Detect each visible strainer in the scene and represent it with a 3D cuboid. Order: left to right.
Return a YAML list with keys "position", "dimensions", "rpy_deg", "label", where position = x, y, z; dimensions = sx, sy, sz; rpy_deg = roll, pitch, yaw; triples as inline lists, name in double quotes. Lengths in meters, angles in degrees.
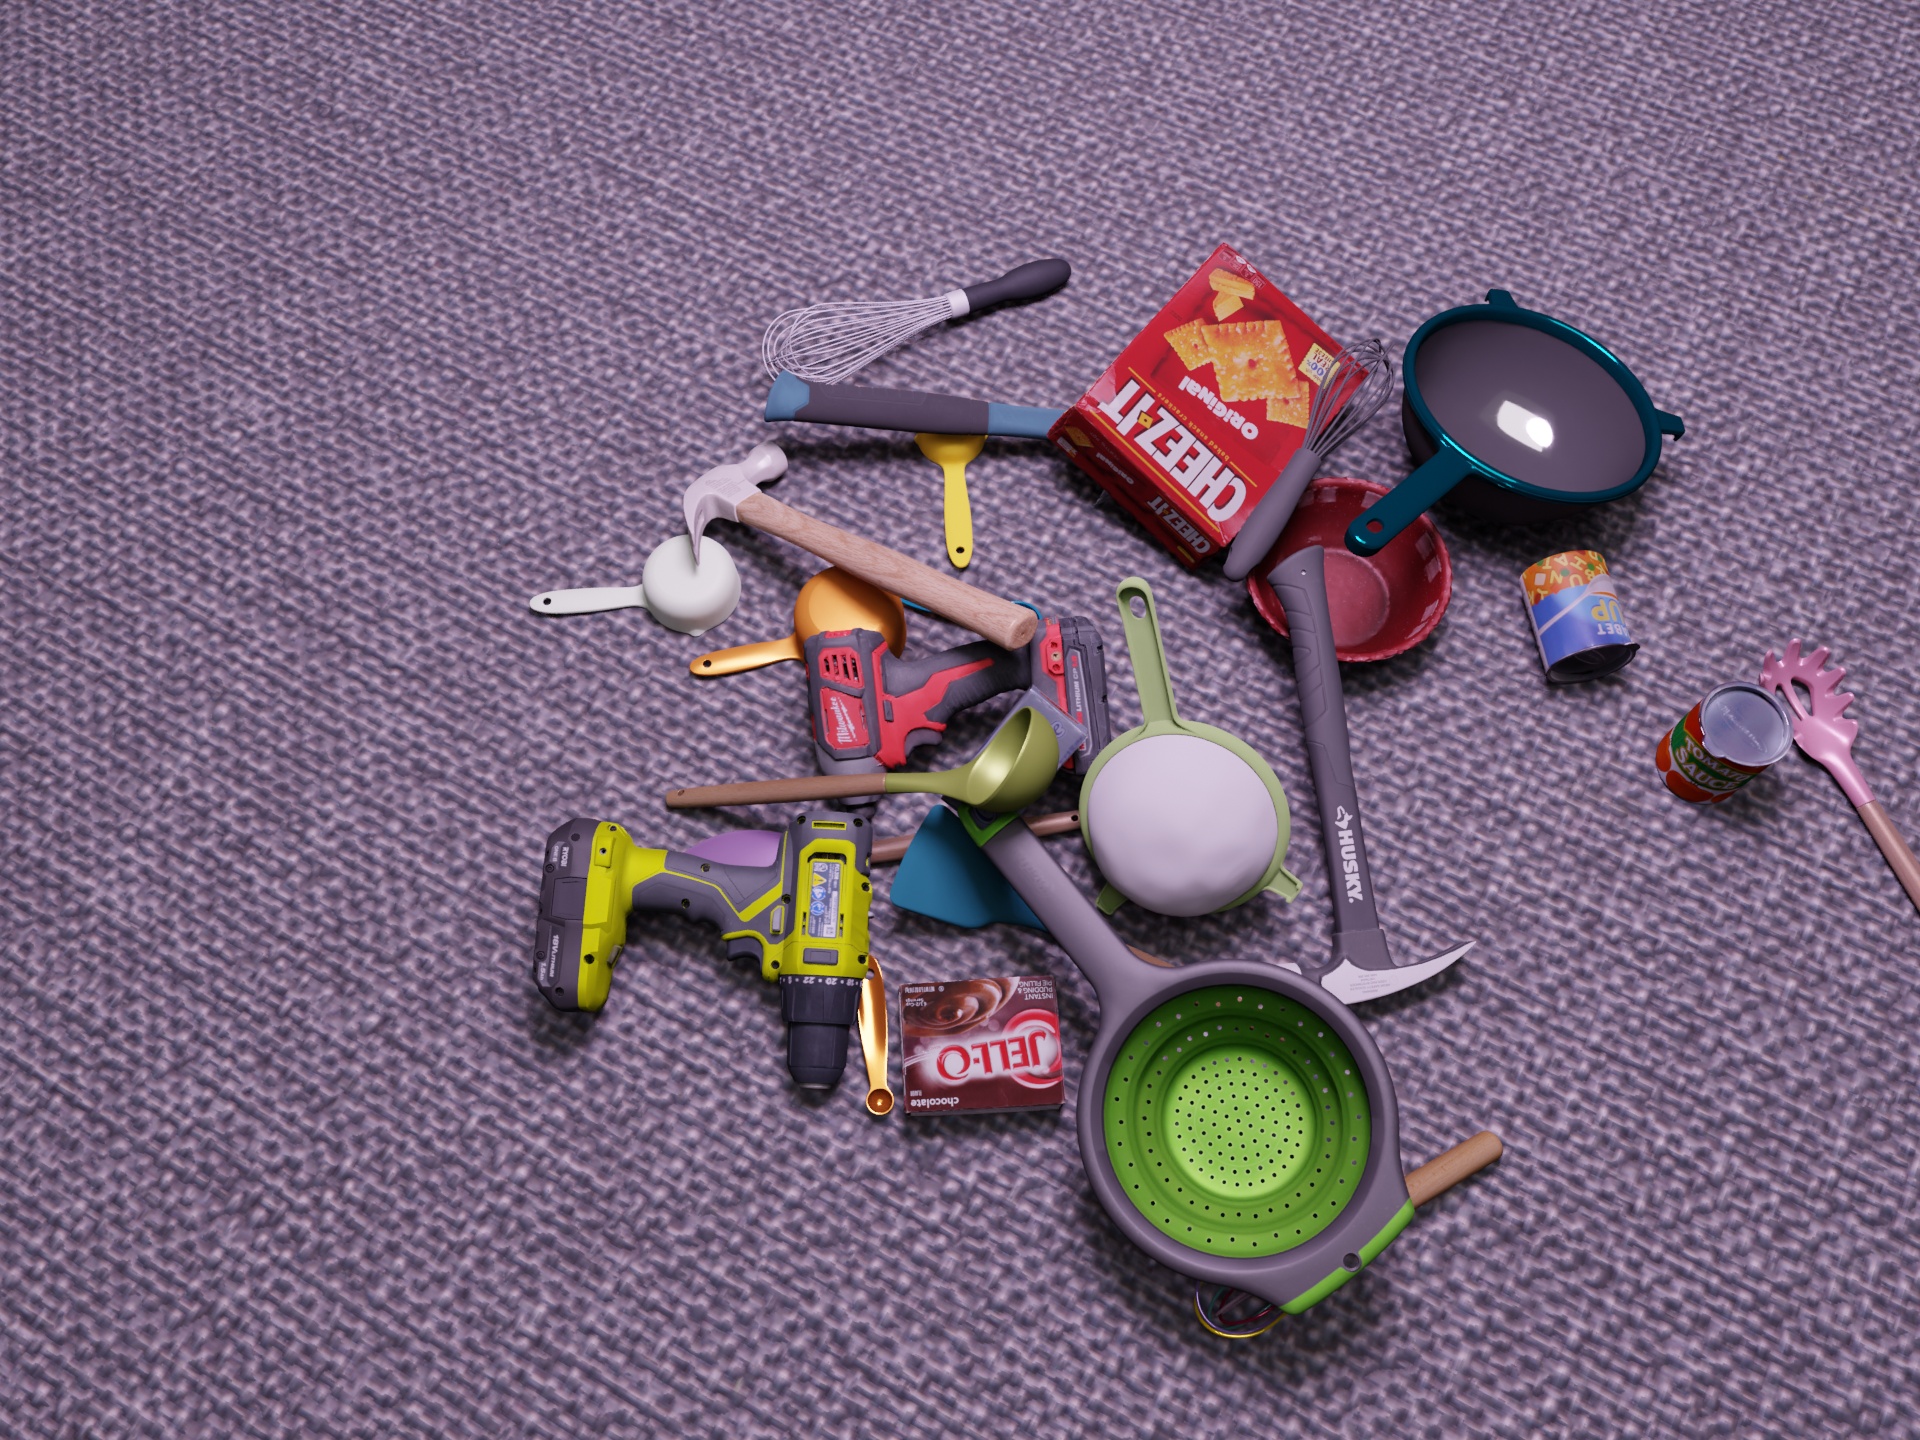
- position: [0.136, 0.032, 1.084]
  dimensions: [0.151, 0.256, 0.069]
  rpy_deg: [-6, 20, 22]
  label: "strainer"
- position: [0.393, -0.193, 1.239]
  dimensions: [0.340, 0.095, 0.211]
  rpy_deg: [-37, 71, -29]
  label: "strainer"

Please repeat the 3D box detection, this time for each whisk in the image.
- position: [-0.033, -0.343, 1.351]
  dimensions: [0.284, 0.070, 0.070]
  rpy_deg: [-21, 68, -14]
  label: "whisk"
- position: [0.270, -0.202, 1.228]
  dimensions: [0.055, 0.055, 0.239]
  rpy_deg: [31, 76, 13]
  label: "whisk"
- position: [0.263, 0.342, 1.062]
  dimensions: [0.245, 0.047, 0.051]
  rpy_deg: [-25, 108, -15]
  label: "whisk"

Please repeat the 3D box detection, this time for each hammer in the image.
- position: [-0.082, -0.124, 1.194]
  dimensions: [0.331, 0.031, 0.130]
  rpy_deg: [27, 51, 32]
  label: "hammer"
- position: [0.008, -0.247, 1.287]
  dimensions: [0.331, 0.033, 0.128]
  rpy_deg: [3, 74, -10]
  label: "hammer"
- position: [0.276, 0.035, 1.159]
  dimensions: [0.146, 0.035, 0.335]
  rpy_deg: [-6, 80, -1]
  label: "hammer"

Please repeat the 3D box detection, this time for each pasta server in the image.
- position: [0.686, 0.084, 1.173]
  dimensions: [0.060, 0.040, 0.316]
  rpy_deg: [-24, 70, 3]
  label: "pasta server"

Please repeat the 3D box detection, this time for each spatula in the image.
- position: [-0.058, 0.095, 1.181]
  dimensions: [0.316, 0.018, 0.060]
  rpy_deg: [-8, 72, -3]
  label: "spatula"
- position: [0.106, 0.163, 1.138]
  dimensions: [0.317, 0.044, 0.082]
  rpy_deg: [24, 70, 9]
  label: "spatula"

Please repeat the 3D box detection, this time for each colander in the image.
- position: [0.134, 0.206, 1.083]
  dimensions: [0.204, 0.094, 0.397]
  rpy_deg: [-39, 71, -1]
  label: "colander"

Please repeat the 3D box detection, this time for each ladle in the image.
- position: [-0.079, 0.038, 1.125]
  dimensions: [0.320, 0.062, 0.078]
  rpy_deg: [-5, 44, 25]
  label: "ladle"

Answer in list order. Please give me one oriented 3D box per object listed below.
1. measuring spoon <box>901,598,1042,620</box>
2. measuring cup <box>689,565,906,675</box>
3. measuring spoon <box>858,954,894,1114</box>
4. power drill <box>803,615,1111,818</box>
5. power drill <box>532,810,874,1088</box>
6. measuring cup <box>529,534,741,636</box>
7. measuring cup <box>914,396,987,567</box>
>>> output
- position: [0.005, -0.083, 1.262]
  dimensions: [0.129, 0.021, 0.042]
  rpy_deg: [17, 67, 17]
  label: "measuring spoon"
- position: [-0.127, -0.069, 1.231]
  dimensions: [0.173, 0.052, 0.095]
  rpy_deg: [-13, 68, -8]
  label: "measuring cup"
- position: [-0.061, 0.223, 1.133]
  dimensions: [0.021, 0.011, 0.117]
  rpy_deg: [-6, 63, -2]
  label: "measuring spoon"
- position: [-0.002, -0.004, 1.178]
  dimensions: [0.219, 0.078, 0.143]
  rpy_deg: [-5, 98, 2]
  label: "power drill"
- position: [-0.176, 0.157, 1.122]
  dimensions: [0.228, 0.080, 0.191]
  rpy_deg: [3, 78, -1]
  label: "power drill"
- position: [-0.259, -0.107, 1.255]
  dimensions: [0.167, 0.038, 0.083]
  rpy_deg: [-6, 67, -5]
  label: "measuring cup"
- position: [-0.004, -0.198, 1.298]
  dimensions: [0.062, 0.029, 0.157]
  rpy_deg: [-4, 64, -1]
  label: "measuring cup"
